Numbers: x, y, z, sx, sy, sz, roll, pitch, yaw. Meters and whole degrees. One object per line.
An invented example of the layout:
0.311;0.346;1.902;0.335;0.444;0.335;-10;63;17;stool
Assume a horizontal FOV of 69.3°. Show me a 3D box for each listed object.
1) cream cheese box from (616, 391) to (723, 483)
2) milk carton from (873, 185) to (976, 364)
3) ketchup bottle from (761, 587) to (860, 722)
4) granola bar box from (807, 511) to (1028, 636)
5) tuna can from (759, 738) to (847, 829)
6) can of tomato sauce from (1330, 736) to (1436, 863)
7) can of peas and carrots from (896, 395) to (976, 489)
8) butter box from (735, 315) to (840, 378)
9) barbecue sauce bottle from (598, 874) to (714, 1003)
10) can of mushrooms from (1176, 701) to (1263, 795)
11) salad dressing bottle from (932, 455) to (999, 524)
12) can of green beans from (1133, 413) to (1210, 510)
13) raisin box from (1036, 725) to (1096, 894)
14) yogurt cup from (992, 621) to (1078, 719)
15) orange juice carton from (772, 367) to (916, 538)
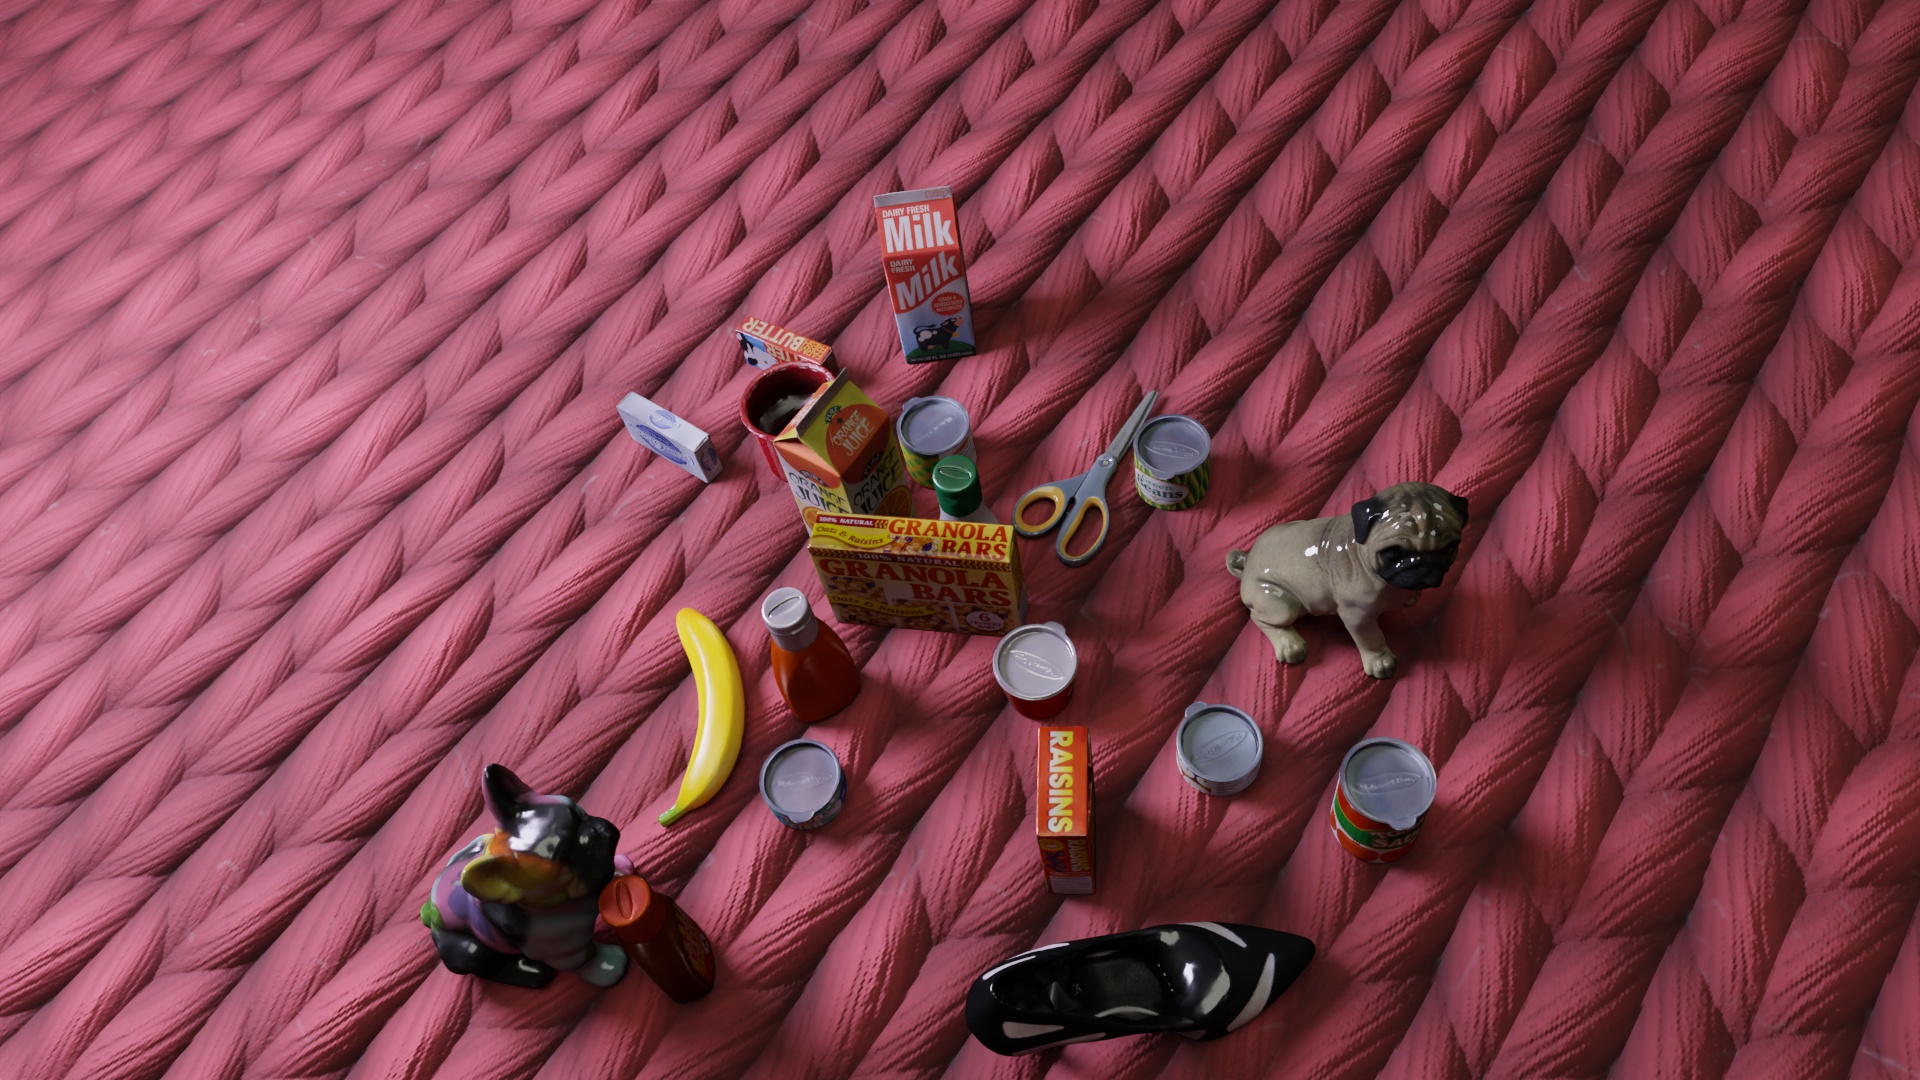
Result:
-0.274;-0.097;1.312;0.104;0.053;0.024;29;66;24;cream cheese box
-0.032;-0.256;1.299;0.072;0.189;0.074;-8;56;4;milk carton
-0.123;0.091;1.108;0.065;0.148;0.044;-32;58;-12;ketchup bottle
-0.032;0.029;1.151;0.165;0.123;0.039;4;58;11;granola bar box
-0.124;0.197;1.108;0.071;0.032;0.071;-4;56;6;tuna can
0.309;0.193;1.016;0.071;0.082;0.071;-4;57;6;can of tomato sauce
-0.023;-0.090;1.267;0.071;0.058;0.071;-4;56;6;can of peas and carrots
-0.166;-0.179;1.351;0.103;0.053;0.024;23;63;22;butter box
-0.218;0.282;0.996;0.044;0.147;0.065;-21;57;-5;barbecue sauce bottle
0.200;0.162;1.083;0.071;0.033;0.071;-4;56;6;can of mushrooms
0.004;-0.015;1.160;0.064;0.147;0.044;14;60;17;salad dressing bottle
0.186;-0.068;1.222;0.071;0.057;0.071;-4;56;6;can of green beans
0.079;0.200;1.021;0.040;0.122;0.086;-1;57;8;raisin box
0.063;0.109;1.126;0.072;0.053;0.073;-4;56;6;yogurt cup
-0.099;-0.063;1.180;0.073;0.191;0.072;26;65;23;orange juice carton
